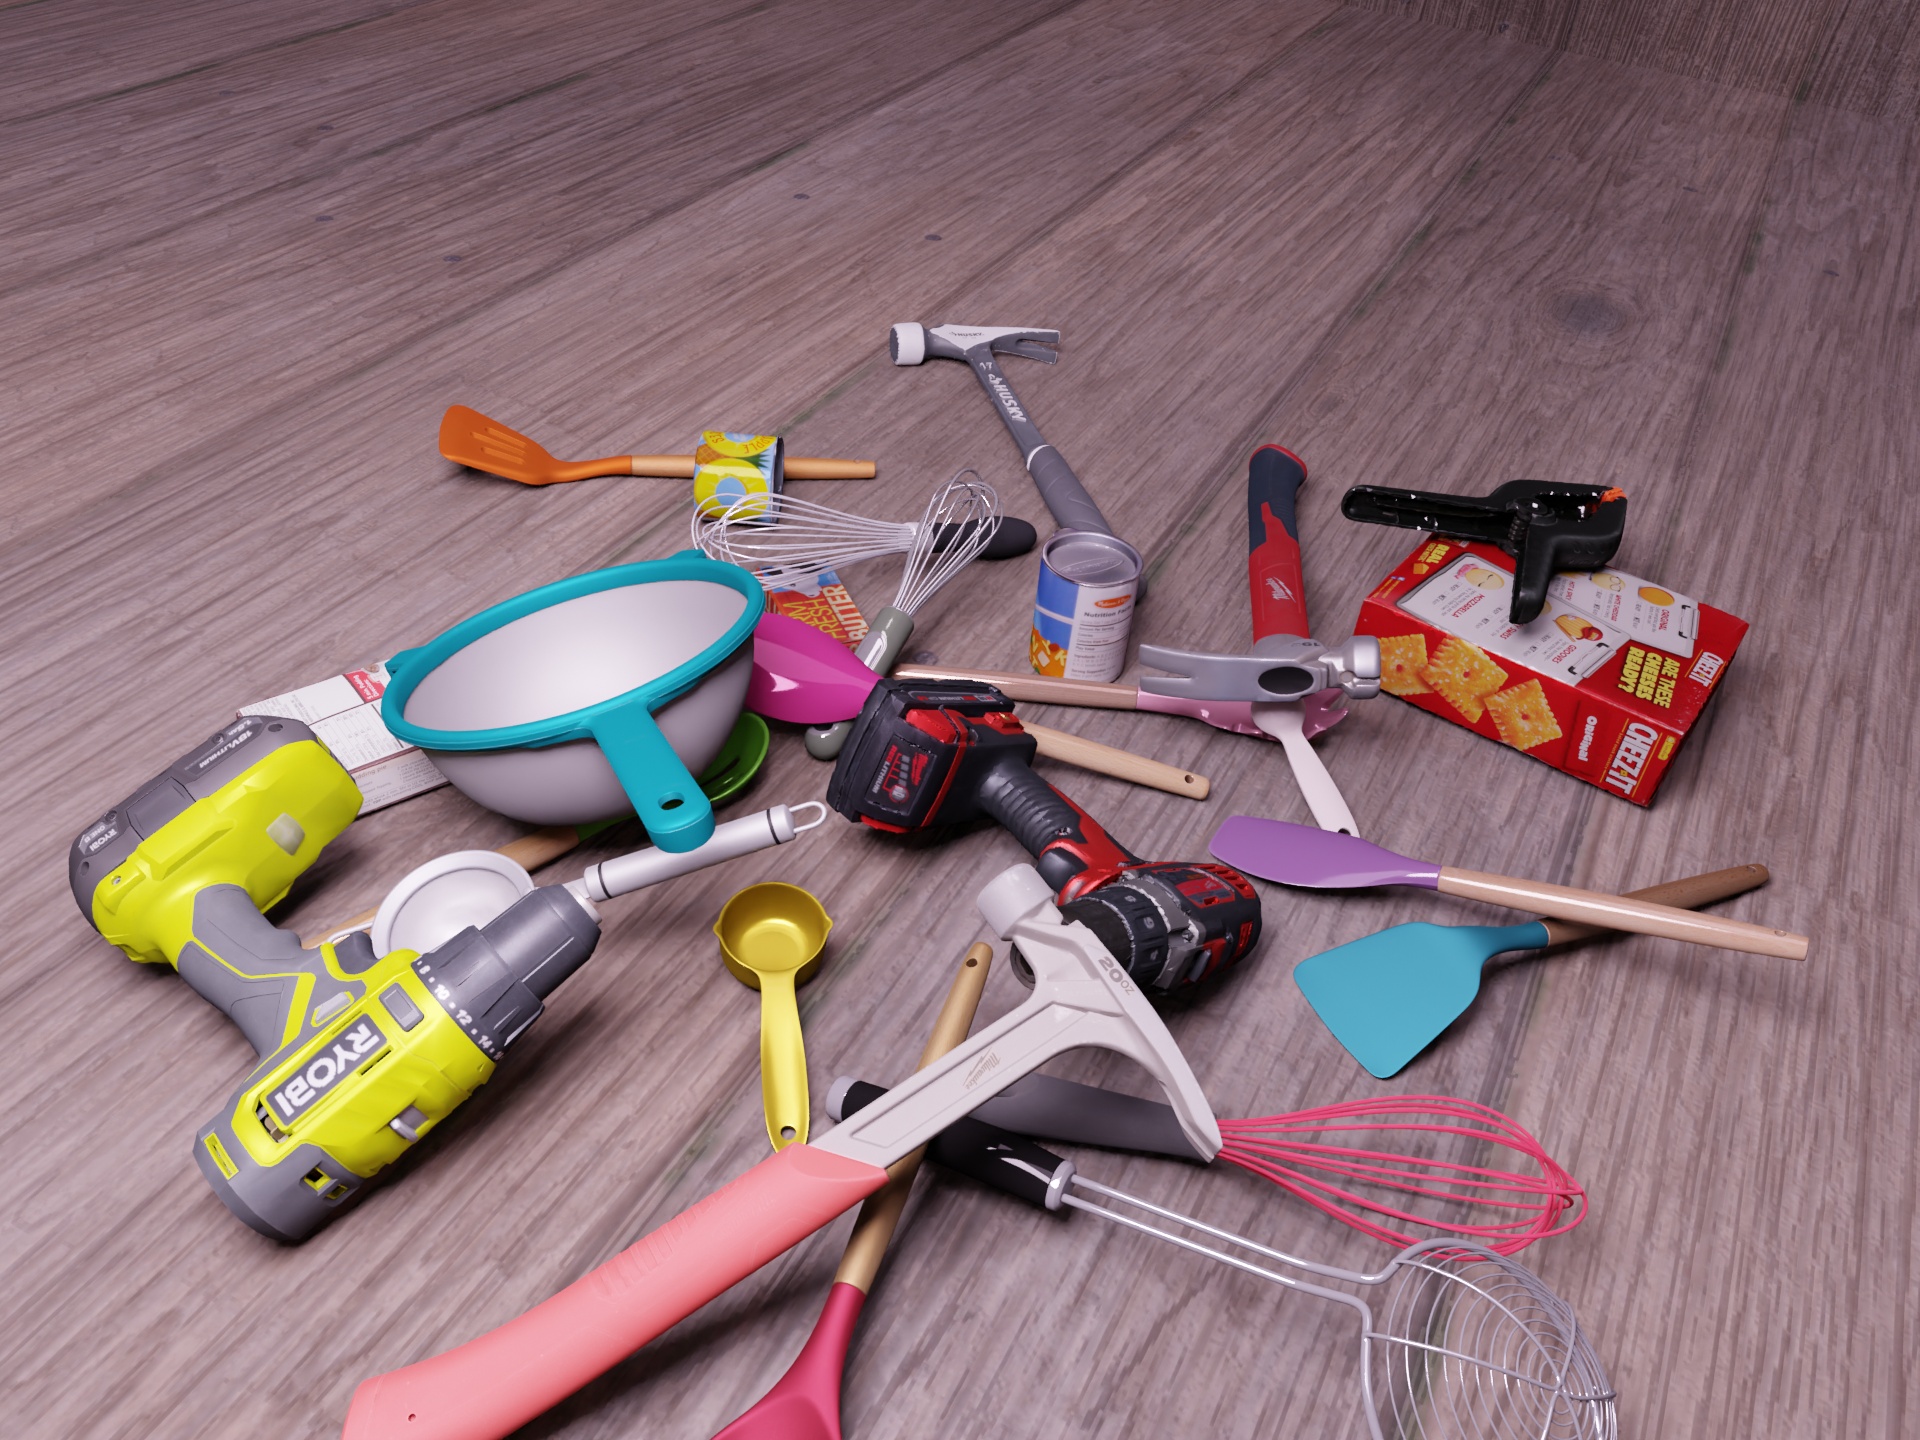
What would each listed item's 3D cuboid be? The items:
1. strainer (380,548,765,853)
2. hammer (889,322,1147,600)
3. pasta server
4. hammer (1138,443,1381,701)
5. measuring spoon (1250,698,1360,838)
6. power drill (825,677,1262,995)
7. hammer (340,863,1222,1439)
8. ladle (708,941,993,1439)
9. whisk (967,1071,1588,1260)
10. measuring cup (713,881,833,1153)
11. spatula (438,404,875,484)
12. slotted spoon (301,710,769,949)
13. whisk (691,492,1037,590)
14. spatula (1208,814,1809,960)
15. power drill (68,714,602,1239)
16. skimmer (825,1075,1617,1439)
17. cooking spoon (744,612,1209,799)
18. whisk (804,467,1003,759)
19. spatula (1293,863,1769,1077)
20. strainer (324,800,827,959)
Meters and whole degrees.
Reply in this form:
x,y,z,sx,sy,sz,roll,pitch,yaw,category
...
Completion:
x,y,z,sx,sy,sz,roll,pitch,yaw,category
-0.173,0.018,0.819,0.211,0.095,0.341,-22,29,-16,strainer
0.063,-0.218,1.271,0.149,0.036,0.409,-6,41,-16,hammer
0.087,-0.021,1.024,0.316,0.040,0.060,5,61,2,pasta server
0.204,-0.115,1.112,0.143,0.038,0.387,0,28,9,hammer
0.213,0.027,0.967,0.034,0.018,0.124,-19,62,-6,measuring spoon
0.032,0.066,0.834,0.227,0.080,0.187,36,21,30,power drill
-0.075,0.207,0.641,0.359,0.036,0.149,-31,68,-15,hammer
-0.040,0.220,0.681,0.069,0.031,0.316,7,46,20,ladle
0.137,0.199,0.744,0.296,0.073,0.073,7,38,12,whisk
-0.092,0.153,0.802,0.062,0.029,0.157,-2,51,-10,measuring cup
-0.225,-0.201,1.205,0.322,0.041,0.081,0,38,-9,spatula
-0.237,0.072,0.875,0.314,0.031,0.070,-27,42,-32,slotted spoon
-0.057,-0.124,1.092,0.284,0.070,0.070,-6,38,-38,whisk
0.290,0.093,0.877,0.316,0.018,0.060,9,33,26,spatula
-0.295,0.100,0.748,0.190,0.080,0.229,-41,59,-17,power drill
0.101,0.245,0.702,0.363,0.090,0.127,14,42,26,skimmer
-0.002,-0.003,0.967,0.319,0.017,0.069,17,63,-2,cooking spoon
-0.037,-0.072,1.027,0.058,0.059,0.246,12,55,26,whisk
0.338,0.122,0.893,0.317,0.044,0.082,-9,40,-25,spatula
-0.189,0.087,0.804,0.258,0.050,0.087,-18,53,3,strainer
